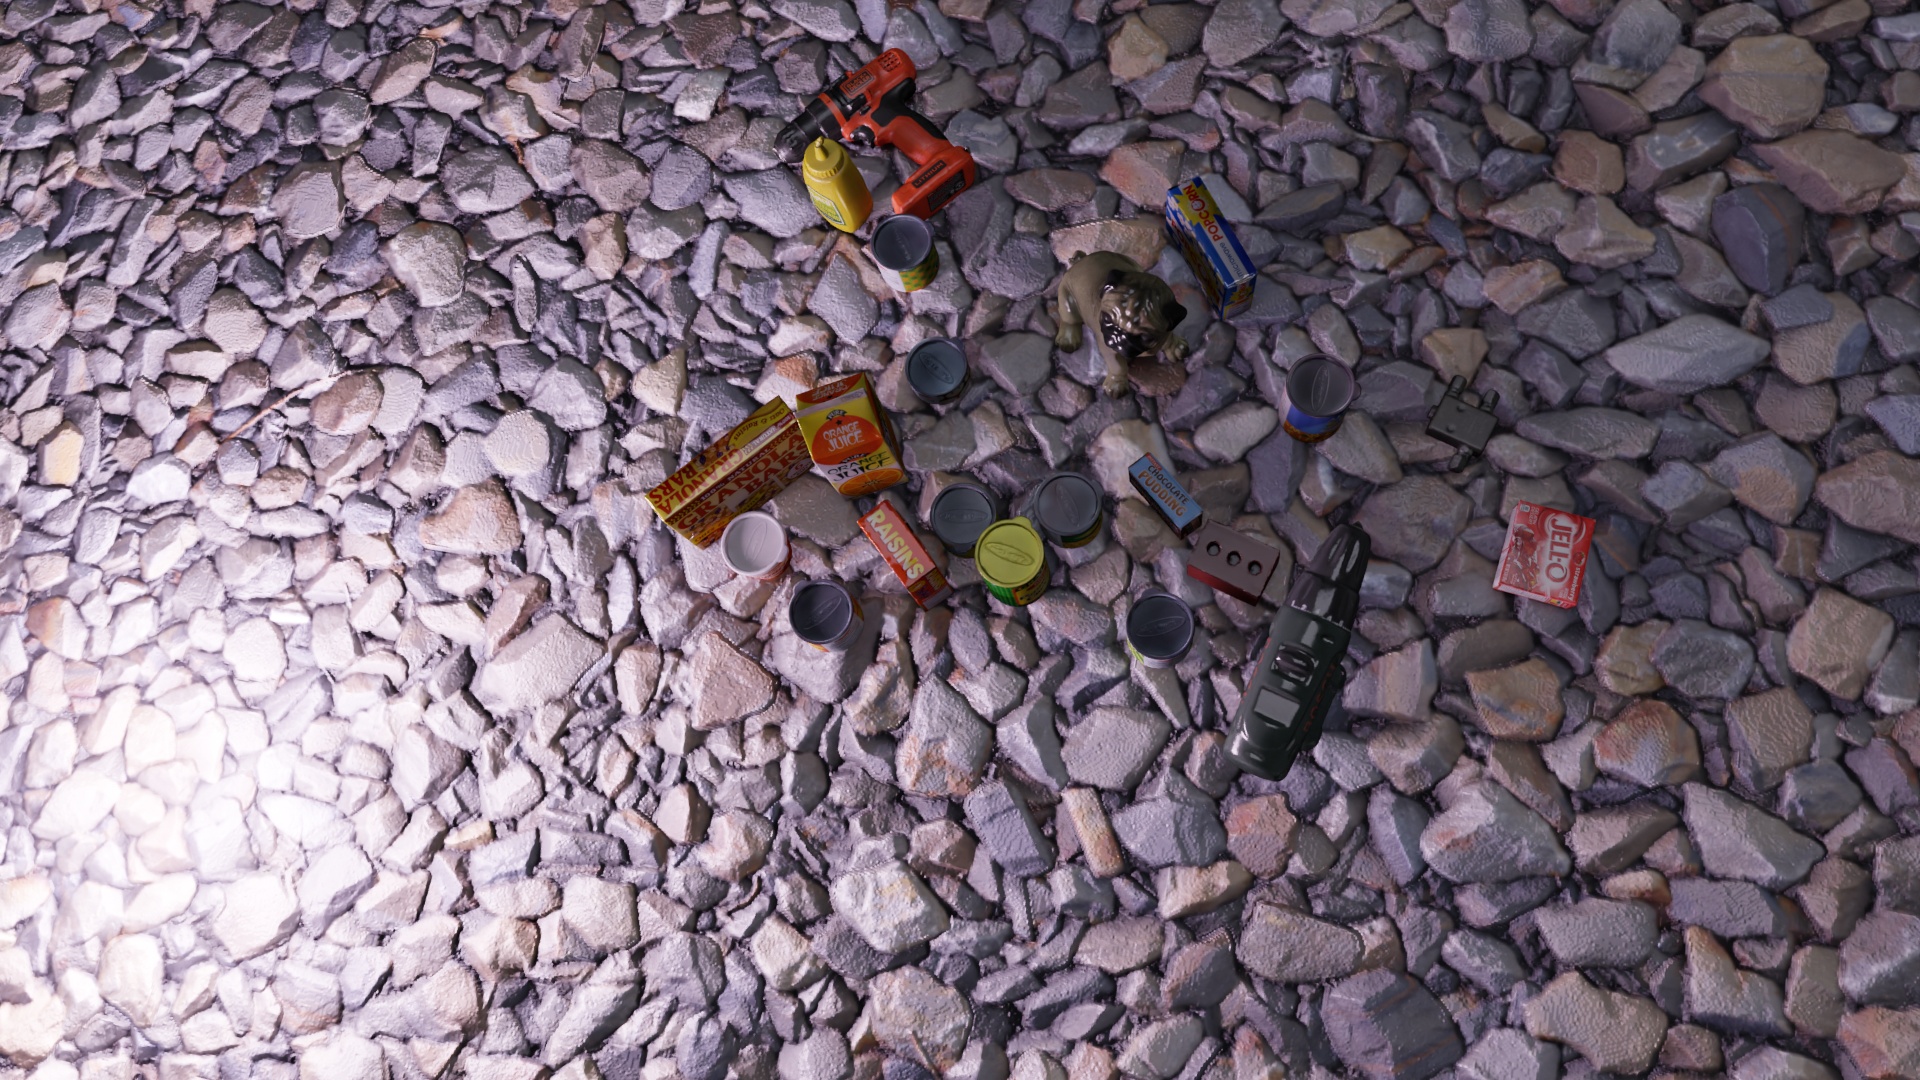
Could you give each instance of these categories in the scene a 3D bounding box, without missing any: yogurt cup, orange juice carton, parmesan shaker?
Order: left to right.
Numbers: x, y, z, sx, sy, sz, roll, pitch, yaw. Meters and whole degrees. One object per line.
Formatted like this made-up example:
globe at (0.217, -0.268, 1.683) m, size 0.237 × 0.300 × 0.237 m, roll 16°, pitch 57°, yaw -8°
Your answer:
yogurt cup at (-0.205, 0.008, 1.422) m, size 0.072 × 0.054 × 0.072 m, roll -2°, pitch 76°, yaw 7°
orange juice carton at (-0.109, -0.106, 1.367) m, size 0.072 × 0.192 × 0.073 m, roll -18°, pitch 74°, yaw 3°
parmesan shaker at (0.054, 0.022, 1.359) m, size 0.071 × 0.103 × 0.071 m, roll -2°, pitch 76°, yaw 7°

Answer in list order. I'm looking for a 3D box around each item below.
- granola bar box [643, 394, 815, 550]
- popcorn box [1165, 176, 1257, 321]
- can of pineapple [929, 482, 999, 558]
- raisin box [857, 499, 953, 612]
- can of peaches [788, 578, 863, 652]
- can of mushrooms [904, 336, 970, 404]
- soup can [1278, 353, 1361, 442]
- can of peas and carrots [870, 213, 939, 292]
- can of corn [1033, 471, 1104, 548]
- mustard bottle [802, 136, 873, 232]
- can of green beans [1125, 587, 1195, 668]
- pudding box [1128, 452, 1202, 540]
granola bar box at (-0.224, -0.065, 1.408) m, size 0.165 × 0.124 × 0.039 m, roll -38°, pitch 74°, yaw -3°
popcorn box at (0.256, -0.298, 1.425) m, size 0.038 × 0.085 × 0.127 m, roll -27°, pitch 74°, yaw 1°
can of pineapple at (0.005, -0.018, 1.399) m, size 0.071 × 0.057 × 0.071 m, roll -2°, pitch 76°, yaw 7°
raisin box at (-0.052, 0.017, 1.364) m, size 0.040 × 0.123 × 0.086 m, roll -36°, pitch 74°, yaw -2°
can of peaches at (-0.135, 0.075, 1.394) m, size 0.071 × 0.058 × 0.071 m, roll -2°, pitch 76°, yaw 7°
can of mushrooms at (-0.022, -0.179, 1.457) m, size 0.071 × 0.033 × 0.071 m, roll -2°, pitch 75°, yaw 7°
soup can at (0.353, -0.139, 1.371) m, size 0.071 × 0.083 × 0.071 m, roll -2°, pitch 76°, yaw 7°
can of peas and carrots at (-0.056, -0.308, 1.482) m, size 0.071 × 0.058 × 0.071 m, roll -2°, pitch 76°, yaw 7°
can of corn at (0.111, -0.031, 1.388) m, size 0.071 × 0.058 × 0.071 m, roll -2°, pitch 76°, yaw 7°
mustard bottle at (-0.135, -0.381, 1.459) m, size 0.065 × 0.160 × 0.049 m, roll 35°, pitch 83°, yaw 14°
can of green beans at (0.194, 0.088, 1.347) m, size 0.071 × 0.057 × 0.071 m, roll -2°, pitch 76°, yaw 7°
pudding box at (0.204, -0.044, 1.384) m, size 0.030 × 0.049 × 0.084 m, roll -38°, pitch 74°, yaw -3°
